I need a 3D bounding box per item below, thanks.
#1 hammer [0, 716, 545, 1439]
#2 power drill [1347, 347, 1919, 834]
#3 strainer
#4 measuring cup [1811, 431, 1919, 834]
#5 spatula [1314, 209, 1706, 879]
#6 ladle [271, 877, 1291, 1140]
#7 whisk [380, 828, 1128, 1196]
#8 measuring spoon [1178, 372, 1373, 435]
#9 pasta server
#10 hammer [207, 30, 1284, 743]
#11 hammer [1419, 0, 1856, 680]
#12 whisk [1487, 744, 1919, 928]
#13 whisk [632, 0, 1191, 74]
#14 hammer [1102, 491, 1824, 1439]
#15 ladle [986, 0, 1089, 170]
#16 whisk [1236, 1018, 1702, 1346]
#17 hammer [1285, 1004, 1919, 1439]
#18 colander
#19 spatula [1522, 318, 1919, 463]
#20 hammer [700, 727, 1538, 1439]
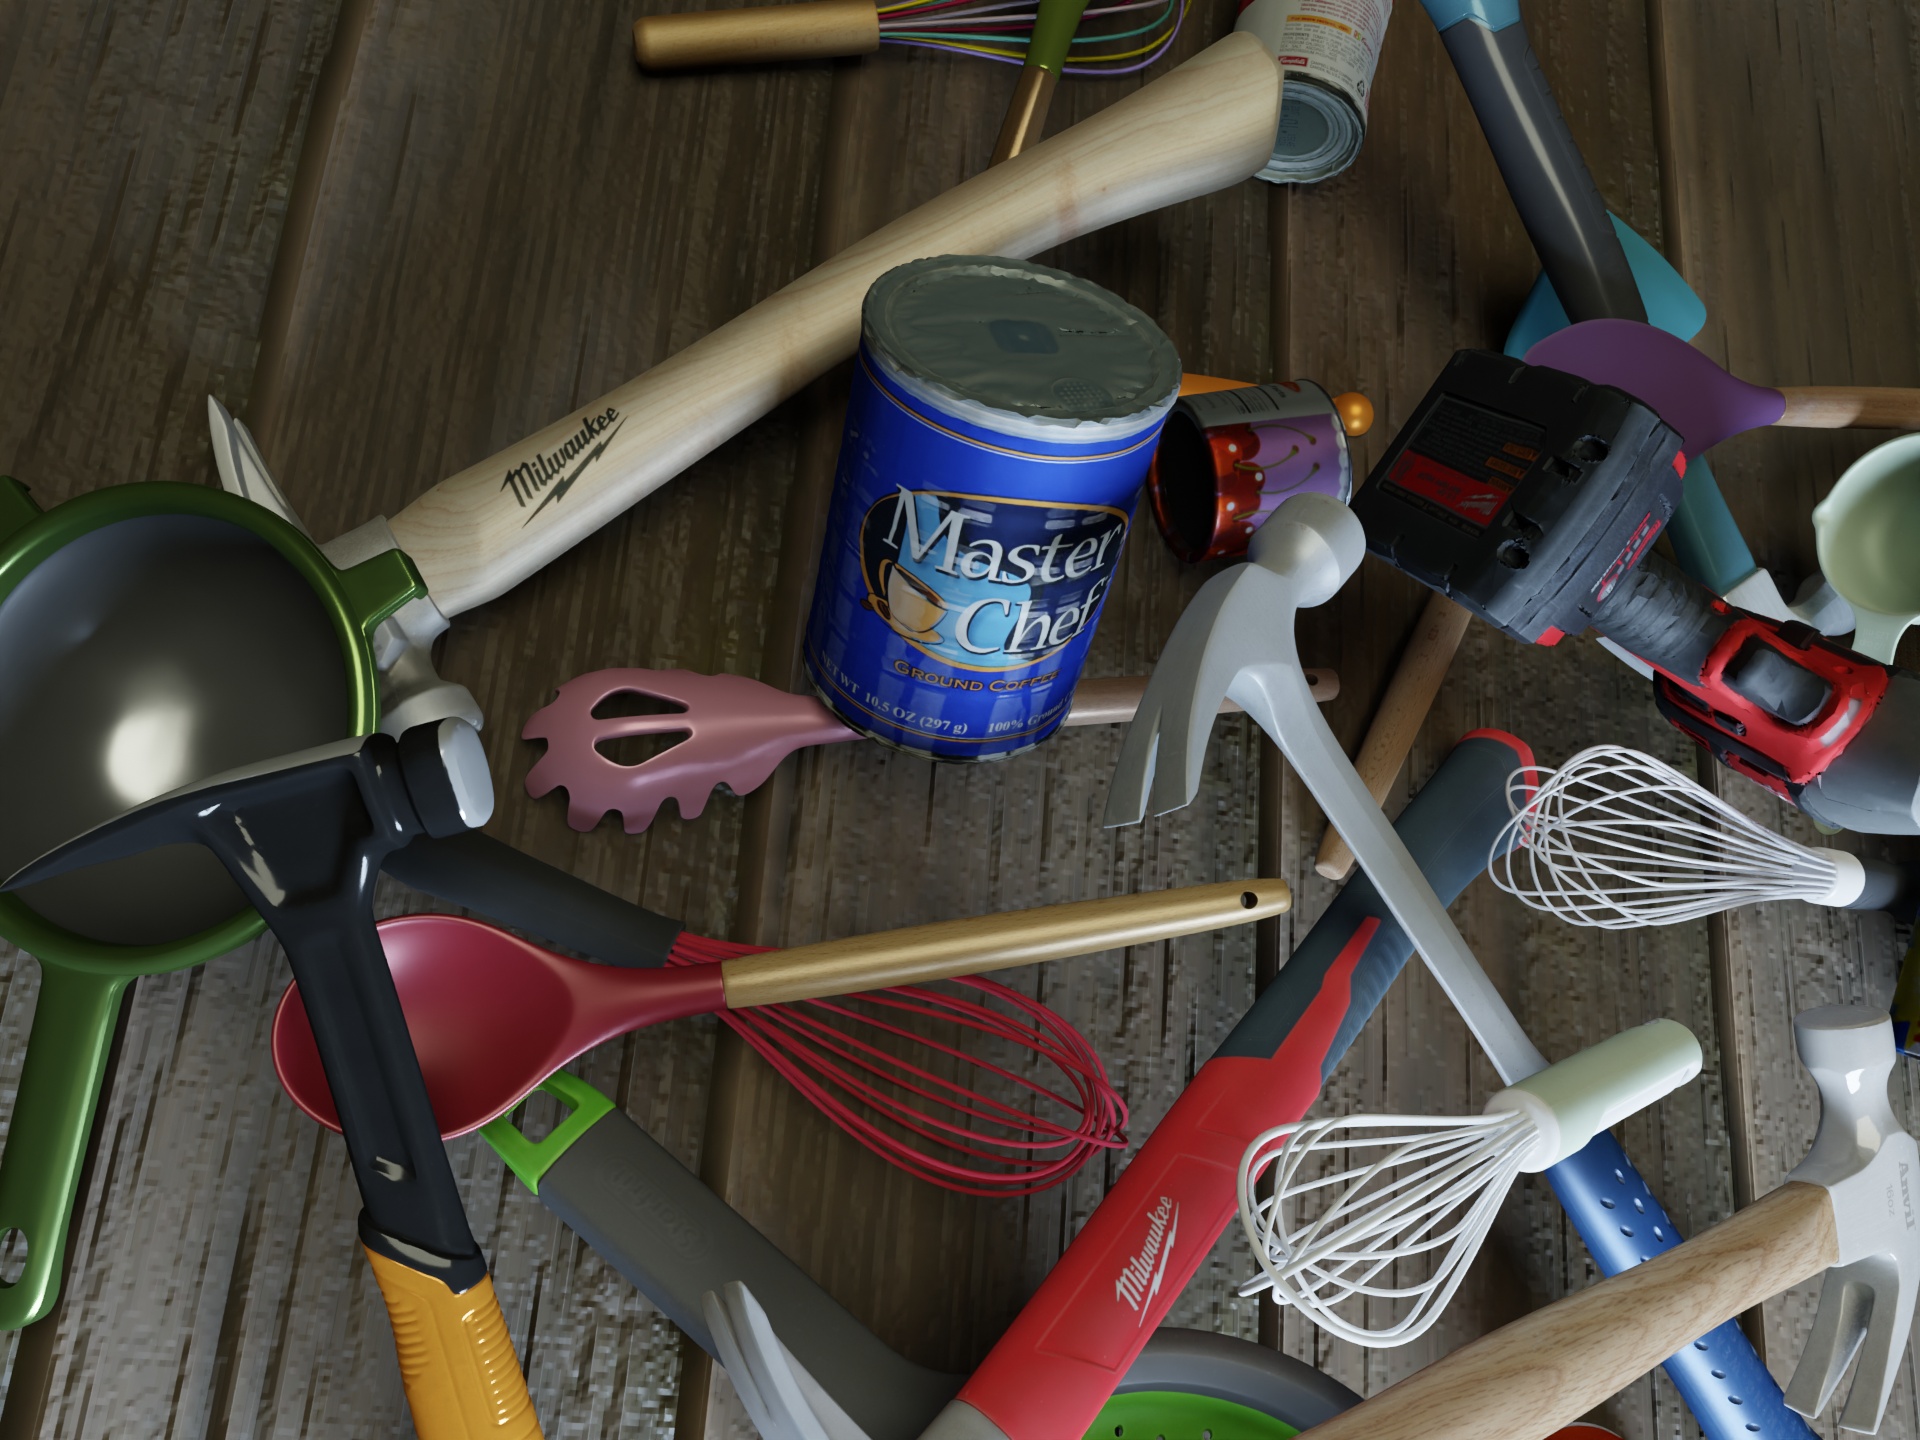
[{"bbox_3d":[-0.155,0.174,0.453,0.127,0.034,0.337,-15,96,1],"label":"hammer"},{"bbox_3d":[0.252,-0.032,0.549,0.219,0.143,0.078,29,102,-21],"label":"power drill"},{"bbox_3d":[-0.254,0.056,0.503,0.151,0.069,0.256,11,86,8],"label":"strainer"},{"bbox_3d":[0.387,-0.033,0.654,0.038,0.083,0.167,8,98,-32],"label":"measuring cup"},{"bbox_3d":[0.220,-0.072,0.661,0.082,0.044,0.317,35,70,-16],"label":"spatula"},{"bbox_3d":[-0.048,0.078,0.499,0.315,0.031,0.069,-8,84,-7],"label":"ladle"},{"bbox_3d":[-0.080,0.087,0.538,0.296,0.073,0.073,23,70,-1],"label":"whisk"},{"bbox_3d":[0.122,-0.136,0.673,0.117,0.011,0.021,4,73,-12],"label":"measuring spoon"},{"bbox_3d":[-0.001,-0.002,0.599,0.316,0.040,0.060,-4,75,-19],"label":"pasta server"},{"bbox_3d":[-0.062,-0.149,0.580,0.410,0.038,0.146,-32,83,-8],"label":"hammer"},{"bbox_3d":[0.273,-0.159,0.659,0.128,0.033,0.331,-31,99,-22],"label":"hammer"},{"bbox_3d":[0.316,0.058,0.620,0.284,0.070,0.070,10,71,-27],"label":"whisk"},{"bbox_3d":[-0.016,-0.301,0.673,0.245,0.047,0.051,-11,78,-13],"label":"whisk"},{"bbox_3d":[0.188,0.124,0.534,0.405,0.035,0.144,55,51,-13],"label":"hammer"},{"bbox_3d":[0.026,-0.235,0.626,0.078,0.062,0.320,18,84,-7],"label":"ladle"},{"bbox_3d":[0.158,0.121,0.458,0.246,0.057,0.059,-5,50,-44],"label":"whisk"},{"bbox_3d":[0.193,0.192,0.485,0.331,0.031,0.130,-12,92,-30],"label":"hammer"},{"bbox_3d":[-0.003,0.252,0.497,0.397,0.094,0.204,35,54,18],"label":"colander"},{"bbox_3d":[0.358,-0.134,0.667,0.315,0.018,0.060,-3,90,-24],"label":"spatula"},{"bbox_3d":[0.089,0.106,0.523,0.143,0.038,0.386,48,53,0],"label":"hammer"}]
